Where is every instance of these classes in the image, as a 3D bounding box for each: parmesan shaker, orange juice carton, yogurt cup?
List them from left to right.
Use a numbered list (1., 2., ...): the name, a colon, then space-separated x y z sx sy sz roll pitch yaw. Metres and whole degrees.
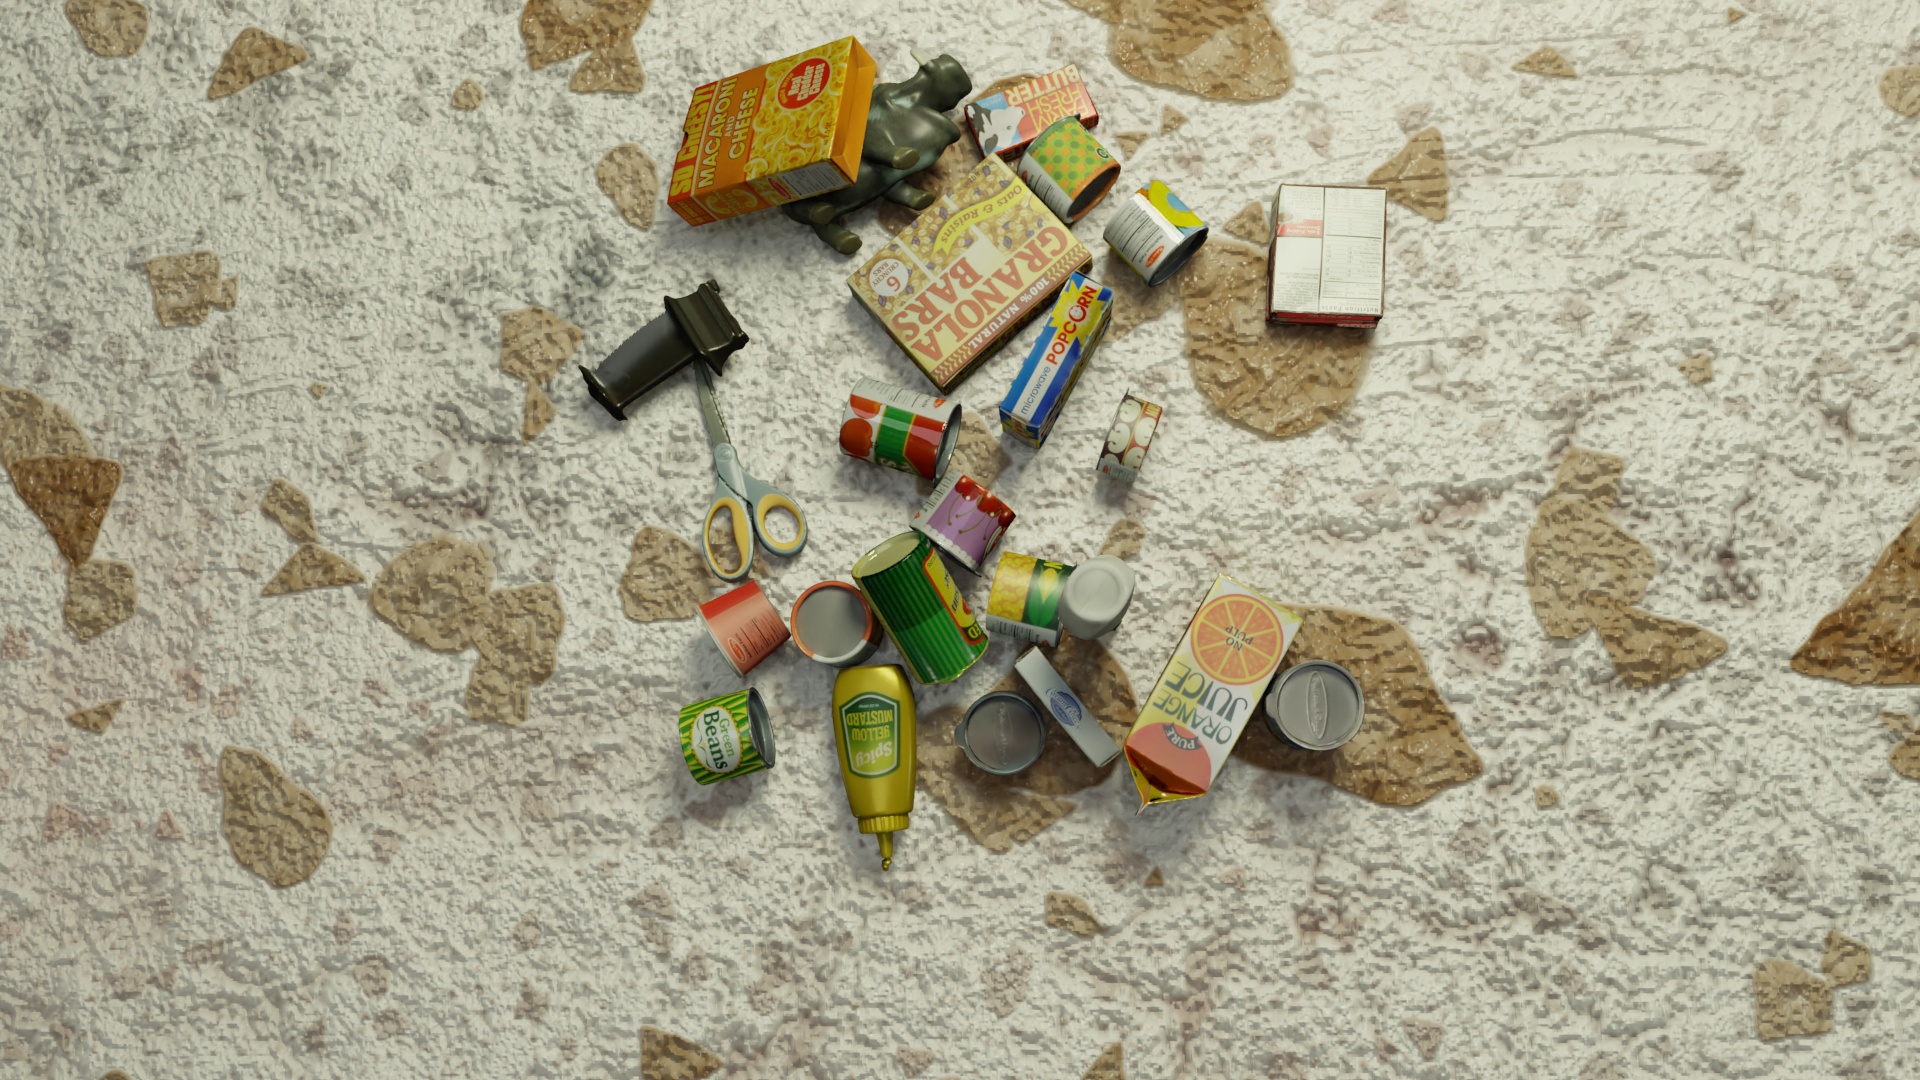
1. yogurt cup: -0.172 0.068 1.109 0.054 0.072 0.072 -33 80 -8
2. parmesan shaker: -0.031 0.052 1.072 0.071 0.071 0.103 -30 110 1
3. orange juice carton: 0.181 0.128 1.061 0.073 0.071 0.193 29 85 10

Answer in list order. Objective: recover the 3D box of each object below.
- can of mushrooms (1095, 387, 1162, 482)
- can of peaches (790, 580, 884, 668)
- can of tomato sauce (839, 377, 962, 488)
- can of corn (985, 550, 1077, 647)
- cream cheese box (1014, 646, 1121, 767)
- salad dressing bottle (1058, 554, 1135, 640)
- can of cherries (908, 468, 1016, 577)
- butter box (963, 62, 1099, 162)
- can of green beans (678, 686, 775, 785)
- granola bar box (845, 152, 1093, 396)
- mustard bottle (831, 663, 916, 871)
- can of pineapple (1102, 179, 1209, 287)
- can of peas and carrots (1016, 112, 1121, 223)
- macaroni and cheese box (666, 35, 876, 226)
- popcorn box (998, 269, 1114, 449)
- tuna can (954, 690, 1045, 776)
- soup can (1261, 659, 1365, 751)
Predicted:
1. can of mushrooms: 0.135 -0.083 1.101 0.033 0.071 0.071 21 84 8
2. can of peaches: -0.099 0.065 1.105 0.071 0.058 0.071 -1 82 6
3. can of tomato sauce: -0.049 -0.088 1.120 0.083 0.071 0.071 17 83 9
4. can of corn: 0.056 0.043 1.090 0.058 0.071 0.071 13 83 8
5. cream cheese box: 0.083 0.131 1.079 0.024 0.053 0.104 -39 80 -3
6. salad dressing bottle: 0.103 0.047 1.043 0.044 0.147 0.064 37 86 11
7. can of cherries: 0.004 -0.014 1.104 0.071 0.071 0.058 35 85 9
8. butter box: 0.060 -0.359 1.173 0.103 0.024 0.053 -21 79 2
9. can of green beans: -0.184 0.154 1.094 0.058 0.071 0.071 -15 80 3
10. granola bar box: 0.008 -0.220 1.149 0.165 0.039 0.124 -42 80 -2
11. mustard bottle: -0.063 0.178 1.088 0.065 0.049 0.160 -8 80 6
12. can of pineapple: 0.159 -0.249 1.127 0.071 0.071 0.058 -42 80 -2
13. can of peas and carrots: 0.091 -0.306 1.140 0.071 0.071 0.059 -41 81 -1
14. macaroni and cheese box: -0.156 -0.333 1.135 0.166 0.040 0.124 -6 64 29
15. popcorn box: 0.076 -0.141 1.106 0.038 0.085 0.127 28 84 8
16. tuna can: 0.032 0.152 1.091 0.071 0.033 0.071 -1 81 5
17. soup can: 0.261 0.125 1.048 0.071 0.083 0.071 -1 81 6
